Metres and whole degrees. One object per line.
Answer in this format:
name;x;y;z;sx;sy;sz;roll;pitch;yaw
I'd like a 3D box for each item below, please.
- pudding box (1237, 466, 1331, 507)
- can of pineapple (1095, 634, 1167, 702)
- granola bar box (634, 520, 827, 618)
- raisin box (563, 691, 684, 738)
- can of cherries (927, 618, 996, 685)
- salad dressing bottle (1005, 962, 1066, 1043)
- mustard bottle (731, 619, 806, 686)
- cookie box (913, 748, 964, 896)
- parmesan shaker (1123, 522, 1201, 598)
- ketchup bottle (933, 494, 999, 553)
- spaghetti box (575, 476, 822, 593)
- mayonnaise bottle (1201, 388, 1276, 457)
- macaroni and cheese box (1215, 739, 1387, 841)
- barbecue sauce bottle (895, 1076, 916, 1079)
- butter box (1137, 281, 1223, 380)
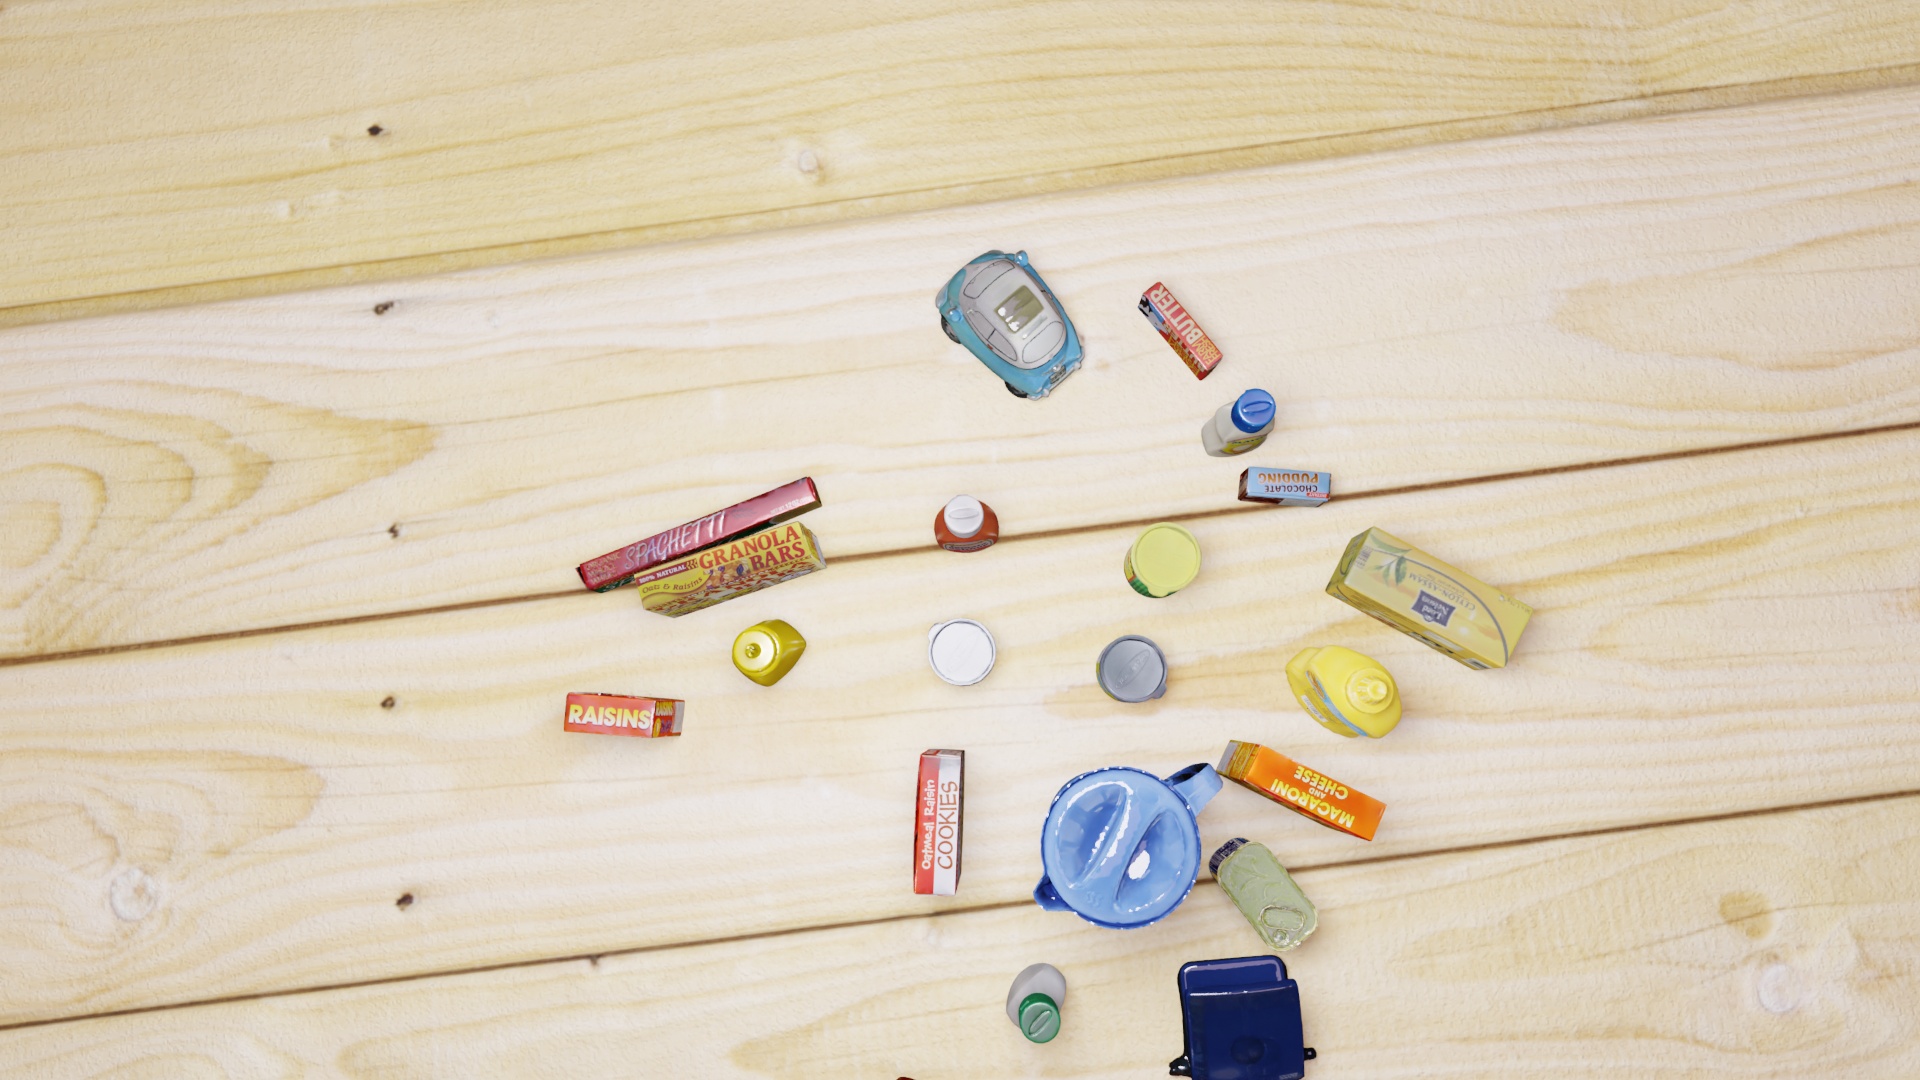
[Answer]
pudding box;0.324;-0.053;1.390;0.084;0.049;0.030;5;83;2
can of pineapple;0.168;0.129;1.367;0.071;0.058;0.071;0;83;2
granola bar box;-0.221;0.029;1.357;0.166;0.124;0.039;-18;83;-1
raisin box;-0.322;0.168;1.343;0.086;0.123;0.040;5;83;2
can of cherries;0.001;0.109;1.374;0.071;0.058;0.071;0;83;2
salad dressing bottle;0.071;0.430;1.286;0.044;0.147;0.064;43;86;6
mustard bottle;-0.188;0.106;1.329;0.049;0.160;0.065;39;86;6
cookie box;-0.019;0.259;1.300;0.040;0.167;0.123;2;83;2
parmesan shaker;0.195;0.024;1.357;0.071;0.103;0.071;0;83;2
ketchup bottle;0.005;-0.017;1.345;0.065;0.148;0.043;-5;83;1
spaghetti box;-0.261;-0.005;1.400;0.250;0.050;0.029;-21;83;-1
mayonnaise bottle;0.274;-0.114;1.350;0.065;0.148;0.041;-11;83;0
macaroni and cheese box;0.313;0.231;1.295;0.124;0.166;0.040;26;85;5
barbecue sauce bottle;-0.058;0.543;1.275;0.044;0.148;0.065;20;84;4
butter box;0.223;-0.212;1.412;0.024;0.053;0.103;-39;83;-3
